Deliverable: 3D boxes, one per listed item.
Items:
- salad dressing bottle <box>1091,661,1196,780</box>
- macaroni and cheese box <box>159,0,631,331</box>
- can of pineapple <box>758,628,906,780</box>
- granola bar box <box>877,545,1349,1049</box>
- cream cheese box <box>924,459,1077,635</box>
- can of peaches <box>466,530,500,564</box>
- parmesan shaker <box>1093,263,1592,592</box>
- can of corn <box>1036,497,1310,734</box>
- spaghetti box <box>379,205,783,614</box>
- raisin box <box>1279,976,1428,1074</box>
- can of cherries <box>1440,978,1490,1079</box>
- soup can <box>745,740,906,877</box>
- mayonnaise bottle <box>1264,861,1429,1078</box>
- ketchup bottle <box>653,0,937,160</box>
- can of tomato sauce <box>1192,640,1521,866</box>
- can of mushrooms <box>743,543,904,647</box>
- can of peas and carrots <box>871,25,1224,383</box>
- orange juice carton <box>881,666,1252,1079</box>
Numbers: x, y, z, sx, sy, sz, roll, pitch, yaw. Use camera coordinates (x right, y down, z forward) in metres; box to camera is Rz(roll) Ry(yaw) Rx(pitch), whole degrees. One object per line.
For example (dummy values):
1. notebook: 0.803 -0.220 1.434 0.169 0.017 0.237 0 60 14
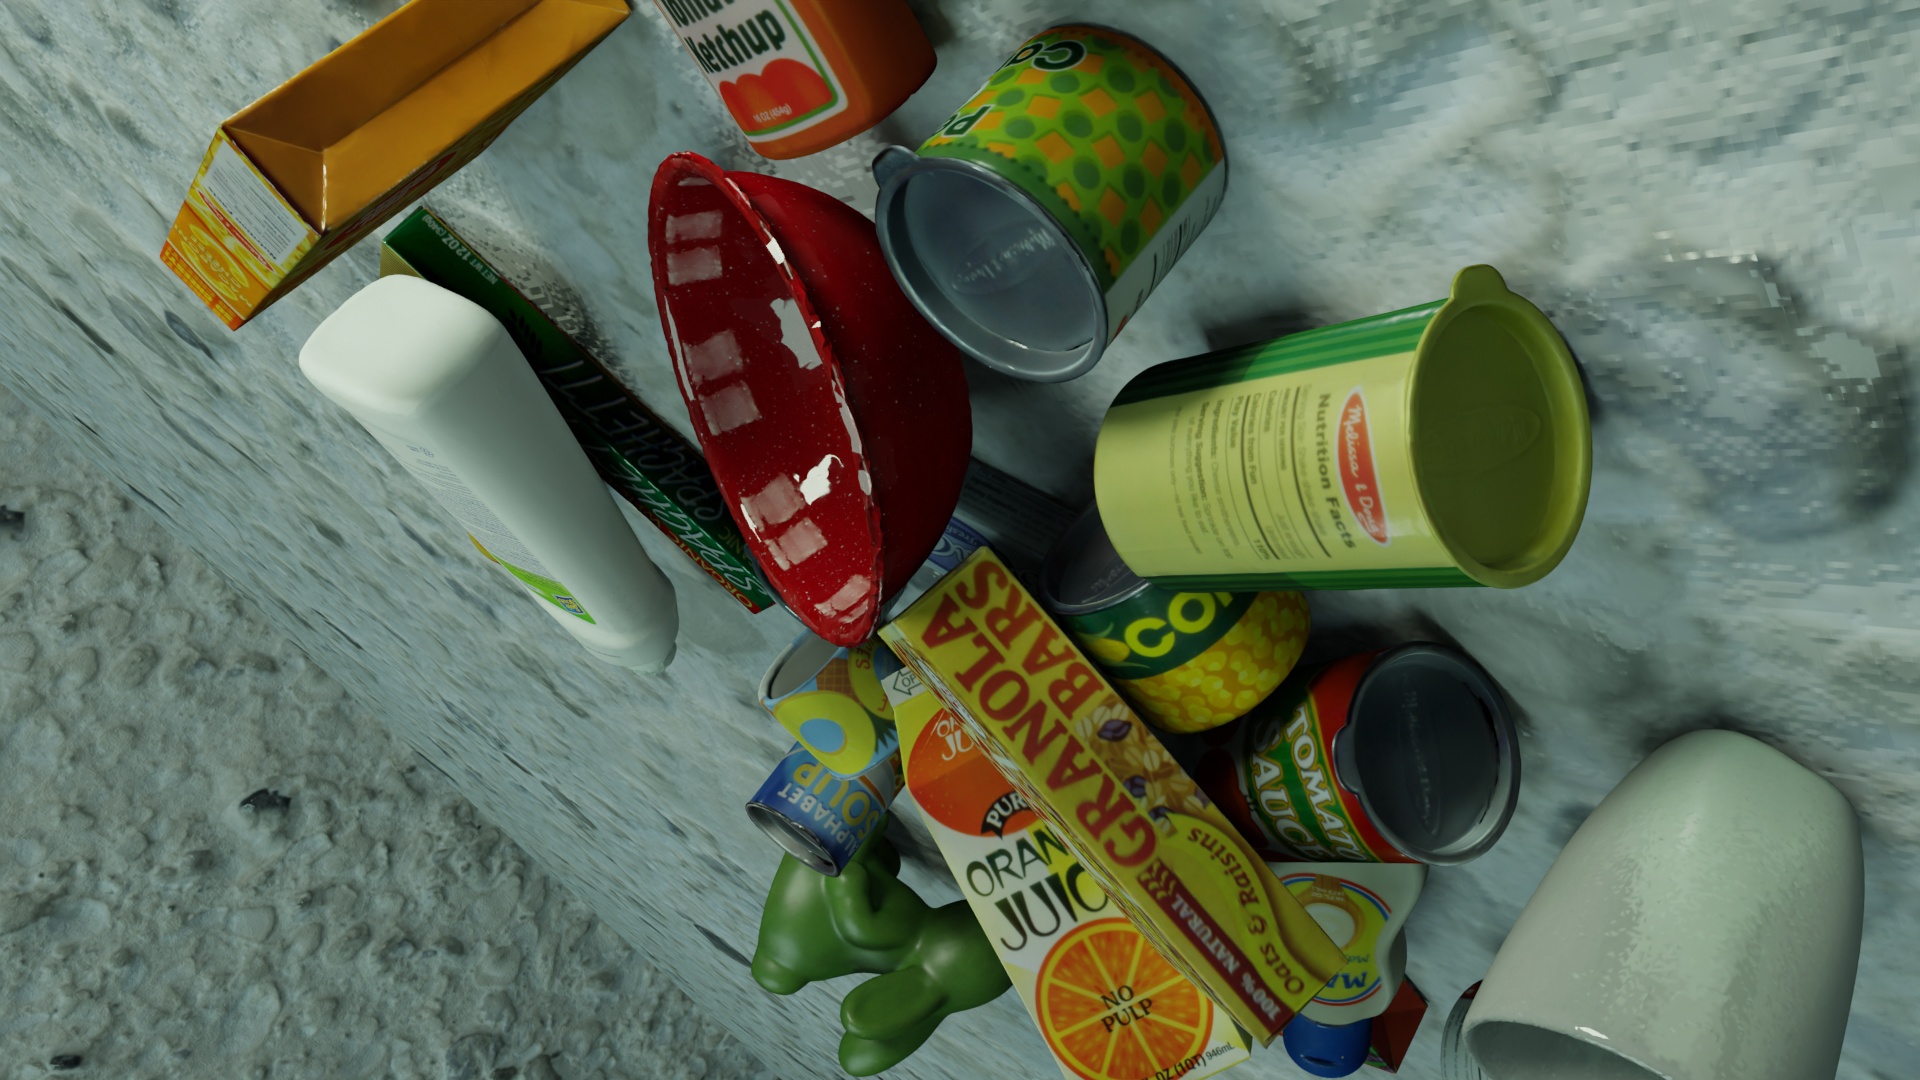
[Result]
1. salad dressing bottle: 0.097 0.098 0.557 0.064 0.044 0.147 20 151 47
2. macaroni and cheese box: -0.195 -0.134 0.464 0.166 0.124 0.040 -4 129 55
3. can of pineapple: -0.057 0.076 0.697 0.057 0.071 0.071 49 152 -20
4. granola bar box: 0.042 0.079 0.464 0.165 0.039 0.124 49 172 1
5. cream cheese box: 0.002 -0.007 0.530 0.104 0.024 0.053 28 153 21
6. can of peaches: -0.241 -0.020 0.775 0.071 0.071 0.058 41 154 -6
7. parmesan shaker: 0.090 -0.023 0.344 0.071 0.071 0.103 50 153 -22
8. can of corn: 0.068 0.018 0.434 0.058 0.071 0.071 49 152 -23
9. spaghetti box: -0.175 -0.058 0.672 0.250 0.029 0.050 43 155 -9
10. raisin box: 0.146 0.202 0.666 0.086 0.040 0.123 49 153 -22
11. can of cherries: 0.230 0.202 0.528 0.071 0.072 0.058 43 154 -8
12. soup can: -0.070 0.138 0.793 0.071 0.084 0.071 30 153 17
13. mayonnaise bottle: 0.146 0.153 0.543 0.065 0.041 0.147 7 129 20
14. ketchup bottle: -0.067 -0.166 0.337 0.064 0.044 0.148 5 138 50
15. can of tomato sauce: 0.123 0.072 0.447 0.071 0.071 0.083 43 154 -10
16. can of mushrooms: -0.062 0.014 0.637 0.071 0.033 0.070 30 154 17
17. can of peas and carrots: 0.021 -0.084 0.340 0.071 0.059 0.070 30 153 18
18. orange juice carton: 0.043 0.126 0.569 0.192 0.071 0.073 61 -167 4
